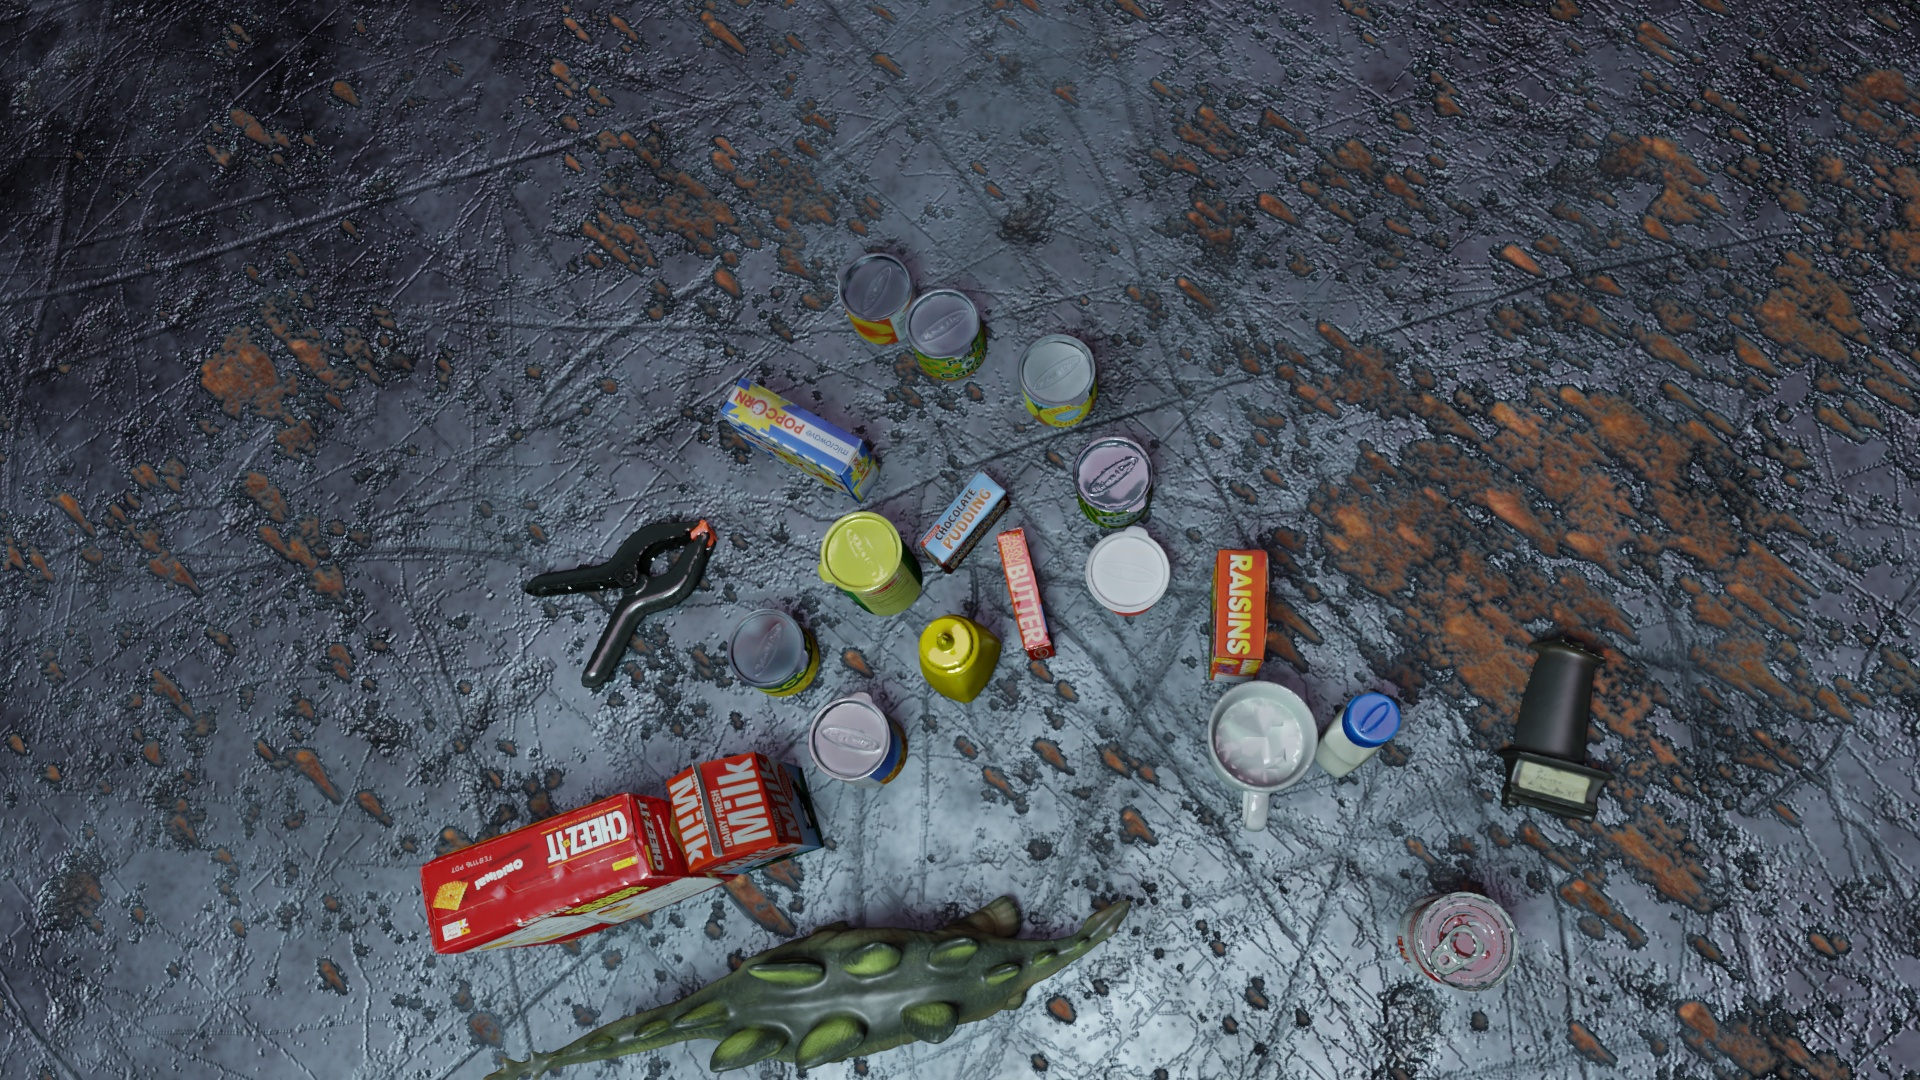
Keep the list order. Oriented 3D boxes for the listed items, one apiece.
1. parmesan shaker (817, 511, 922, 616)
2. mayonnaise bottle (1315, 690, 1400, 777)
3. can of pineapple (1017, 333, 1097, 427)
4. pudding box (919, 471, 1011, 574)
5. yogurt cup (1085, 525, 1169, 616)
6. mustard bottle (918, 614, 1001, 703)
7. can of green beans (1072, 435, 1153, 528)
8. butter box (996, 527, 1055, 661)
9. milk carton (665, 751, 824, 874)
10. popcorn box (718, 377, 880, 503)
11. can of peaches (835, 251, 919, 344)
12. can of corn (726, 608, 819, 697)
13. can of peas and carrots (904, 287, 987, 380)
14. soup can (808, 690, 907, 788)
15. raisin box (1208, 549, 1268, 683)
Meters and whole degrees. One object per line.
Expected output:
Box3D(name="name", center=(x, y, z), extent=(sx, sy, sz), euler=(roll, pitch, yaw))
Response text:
Box3D(name="parmesan shaker", center=(-0.075, 0.023, 1.156), extent=(0.071, 0.103, 0.071), euler=(-2, 75, 8))
Box3D(name="mayonnaise bottle", center=(0.301, 0.143, 1.047), extent=(0.041, 0.148, 0.065), euler=(43, 85, 16))
Box3D(name="can of pineapple", center=(0.085, -0.135, 1.200), extent=(0.071, 0.057, 0.071), euler=(-2, 75, 7))
Box3D(name="pudding box", center=(0.004, -0.015, 1.183), extent=(0.030, 0.049, 0.084), euler=(39, 83, 15))
Box3D(name="yogurt cup", center=(0.139, 0.031, 1.149), extent=(0.072, 0.054, 0.072), euler=(-2, 75, 7))
Box3D(name="mustard bottle", center=(-0.004, 0.088, 1.098), extent=(0.049, 0.160, 0.065), euler=(27, 81, 14))
Box3D(name="can of green beans", center=(0.129, -0.048, 1.170), extent=(0.071, 0.057, 0.071), euler=(-2, 75, 7))
Box3D(name="butter box", center=(0.055, 0.045, 1.158), extent=(0.024, 0.053, 0.104), euler=(-15, 74, 4))
Box3D(name="milk carton", center=(-0.169, 0.212, 1.071), extent=(0.073, 0.190, 0.072), euler=(-19, 74, 3))
Box3D(name="popcorn box", center=(-0.137, -0.086, 1.203), extent=(0.127, 0.085, 0.038), euler=(28, 81, 14))
Box3D(name="can of peaches", center=(-0.073, -0.217, 1.244), extent=(0.071, 0.058, 0.071), euler=(-2, 75, 7))
Box3D(name="can of corn", center=(-0.154, 0.097, 1.170), extent=(0.071, 0.058, 0.071), euler=(-2, 75, 7))
Box3D(name="can of peas and carrots", center=(-0.010, -0.179, 1.225), extent=(0.071, 0.058, 0.071), euler=(-2, 75, 7))
Box3D(name="soup can", center=(-0.081, 0.163, 1.128), extent=(0.071, 0.083, 0.071), euler=(-2, 75, 7))
Box3D(name="raisin box", center=(0.218, 0.062, 1.094), extent=(0.040, 0.123, 0.086), euler=(3, 76, 9))
